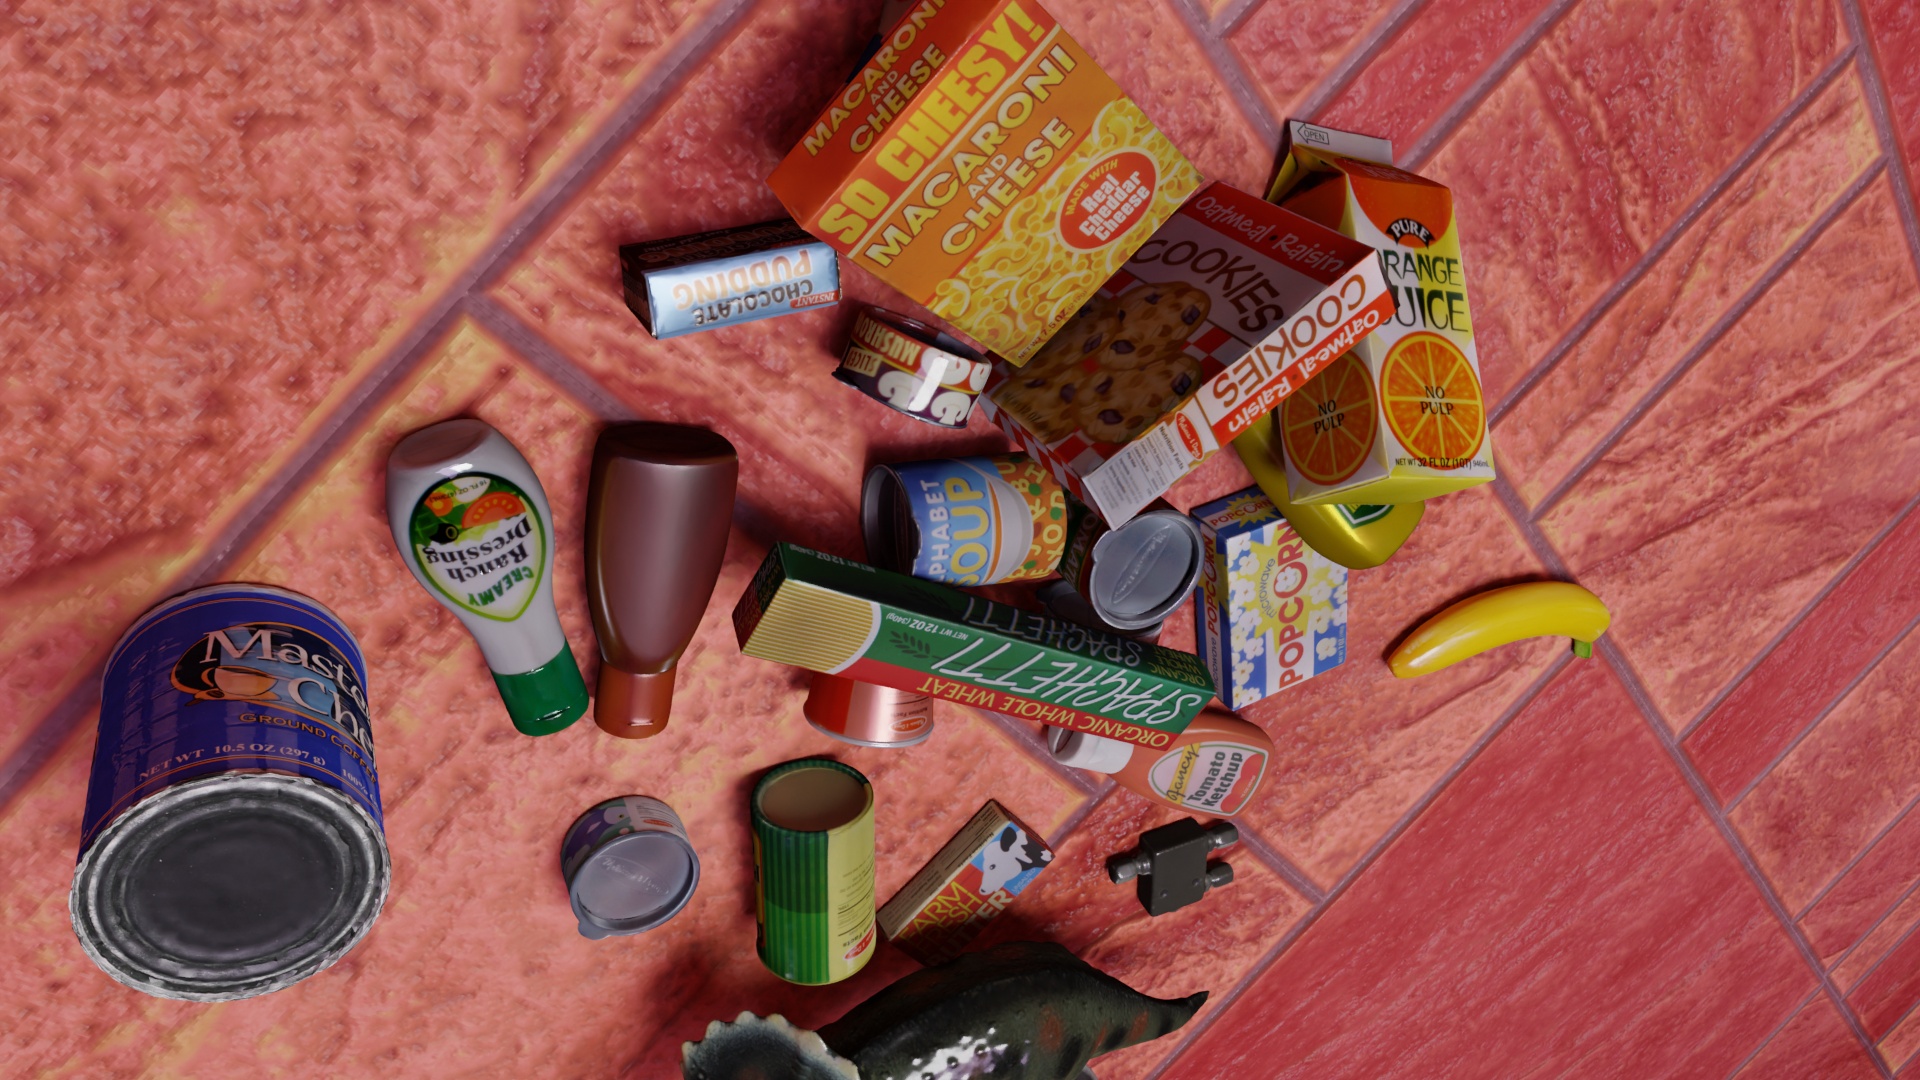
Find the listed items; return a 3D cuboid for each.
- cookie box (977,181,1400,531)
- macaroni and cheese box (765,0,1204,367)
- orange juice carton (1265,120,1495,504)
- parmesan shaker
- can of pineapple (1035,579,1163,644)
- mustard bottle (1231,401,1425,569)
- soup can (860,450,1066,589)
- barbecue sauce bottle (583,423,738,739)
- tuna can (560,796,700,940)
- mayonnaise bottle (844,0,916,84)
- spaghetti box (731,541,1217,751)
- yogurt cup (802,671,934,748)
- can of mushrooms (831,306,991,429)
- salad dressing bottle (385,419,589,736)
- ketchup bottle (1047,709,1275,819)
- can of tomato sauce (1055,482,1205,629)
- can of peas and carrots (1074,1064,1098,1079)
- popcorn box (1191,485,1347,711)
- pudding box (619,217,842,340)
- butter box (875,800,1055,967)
[{"bbox_3d":[0.100,-0.093,0.658,0.167,0.123,0.040,-37,128,-5],"label":"cookie box"},{"bbox_3d":[0.016,-0.154,0.590,0.123,0.040,0.166,-45,147,15],"label":"macaroni and cheese box"},{"bbox_3d":[0.204,-0.117,0.701,0.072,0.073,0.193,0,80,-27],"label":"orange juice carton"},{"bbox_3d":[-0.078,0.176,0.751,0.071,0.071,0.102,-10,119,-22],"label":"parmesan shaker"},{"bbox_3d":[0.072,0.060,0.764,0.071,0.071,0.057,-3,118,-26],"label":"can of pineapple"},{"bbox_3d":[0.180,-0.055,0.747,0.160,0.048,0.065,44,72,-13],"label":"mustard bottle"},{"bbox_3d":[0.002,-0.009,0.686,0.084,0.071,0.071,-7,119,-24],"label":"soup can"},{"bbox_3d":[-0.144,0.021,0.644,0.065,0.044,0.147,1,116,-27],"label":"barbecue sauce bottle"},{"bbox_3d":[-0.172,0.169,0.716,0.071,0.033,0.070,-12,121,-21],"label":"tuna can"},{"bbox_3d":[0.000,-0.231,0.572,0.041,0.065,0.147,26,106,-34],"label":"mayonnaise bottle"},{"bbox_3d":[0.015,0.056,0.673,0.250,0.029,0.050,17,124,-28],"label":"spaghetti box"},{"bbox_3d":[-0.044,0.068,0.710,0.072,0.072,0.053,1,107,-28],"label":"yogurt cup"},{"bbox_3d":[-0.023,-0.080,0.637,0.071,0.071,0.033,15,108,-33],"label":"can of mushrooms"},{"bbox_3d":[-0.203,0.020,0.613,0.064,0.044,0.147,-22,124,-16],"label":"salad dressing bottle"},{"bbox_3d":[0.120,0.128,0.839,0.149,0.044,0.064,17,108,-33],"label":"ketchup bottle"},{"bbox_3d":[0.075,-0.003,0.719,0.071,0.083,0.070,-12,121,-21],"label":"can of tomato sauce"},{"bbox_3d":[0.055,0.386,0.932,0.071,0.071,0.058,-2,116,-26],"label":"can of peas and carrots"},{"bbox_3d":[0.184,0.030,0.821,0.085,0.038,0.126,-20,123,-17],"label":"popcorn box"},{"bbox_3d":[-0.098,-0.113,0.591,0.084,0.050,0.030,-15,120,-20],"label":"pudding box"},{"bbox_3d":[0.003,0.208,0.834,0.103,0.024,0.053,-45,126,1],"label":"butter box"}]
